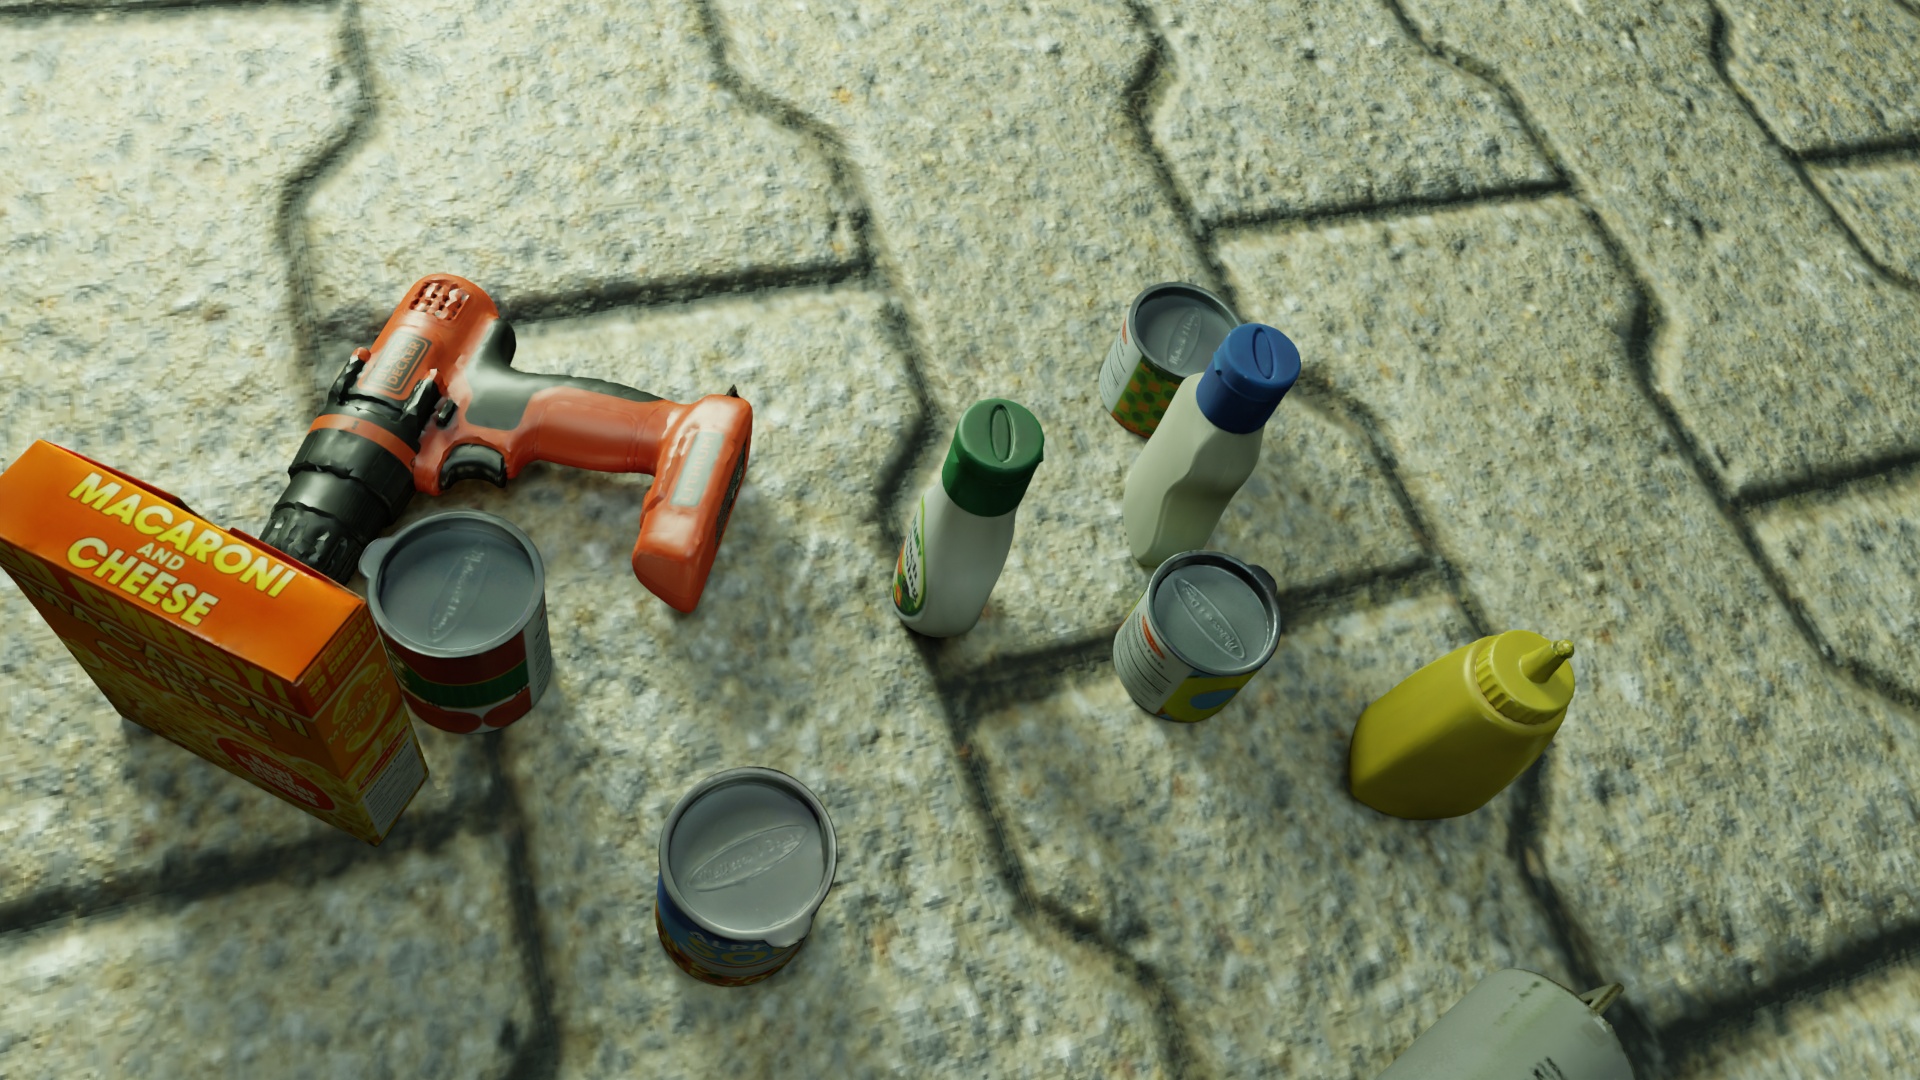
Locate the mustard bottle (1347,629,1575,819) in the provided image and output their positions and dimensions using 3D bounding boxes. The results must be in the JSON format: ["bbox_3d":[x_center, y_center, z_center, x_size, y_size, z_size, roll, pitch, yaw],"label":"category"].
[{"bbox_3d":[0.229,0.078,0.617,0.065,0.159,0.049,15,58,-5],"label":"mustard bottle"}]

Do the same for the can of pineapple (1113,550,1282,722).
[{"bbox_3d":[0.114,0.046,0.668,0.071,0.057,0.071,6,59,-10],"label":"can of pineapple"}]

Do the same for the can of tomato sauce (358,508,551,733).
[{"bbox_3d":[-0.209,0.036,0.581,0.071,0.082,0.071,6,59,-10],"label":"can of tomato sauce"}]

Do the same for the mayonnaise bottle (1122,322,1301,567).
[{"bbox_3d":[0.118,-0.045,0.670,0.041,0.147,0.065,6,59,-11],"label":"mayonnaise bottle"}]

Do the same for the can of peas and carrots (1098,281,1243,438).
[{"bbox_3d":[0.116,-0.096,0.752,0.071,0.058,0.071,6,59,-10],"label":"can of peas and carrots"}]

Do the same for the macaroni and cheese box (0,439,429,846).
[{"bbox_3d":[-0.269,0.044,0.511,0.124,0.165,0.040,26,58,2],"label":"macaroni and cheese box"}]

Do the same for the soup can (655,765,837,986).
[{"bbox_3d":[-0.086,0.138,0.550,0.071,0.083,0.071,6,59,-10],"label":"soup can"}]

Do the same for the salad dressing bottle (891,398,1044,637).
[{"bbox_3d":[0.002,-0.008,0.620,0.044,0.147,0.064,5,59,-11],"label":"salad dressing bottle"}]
